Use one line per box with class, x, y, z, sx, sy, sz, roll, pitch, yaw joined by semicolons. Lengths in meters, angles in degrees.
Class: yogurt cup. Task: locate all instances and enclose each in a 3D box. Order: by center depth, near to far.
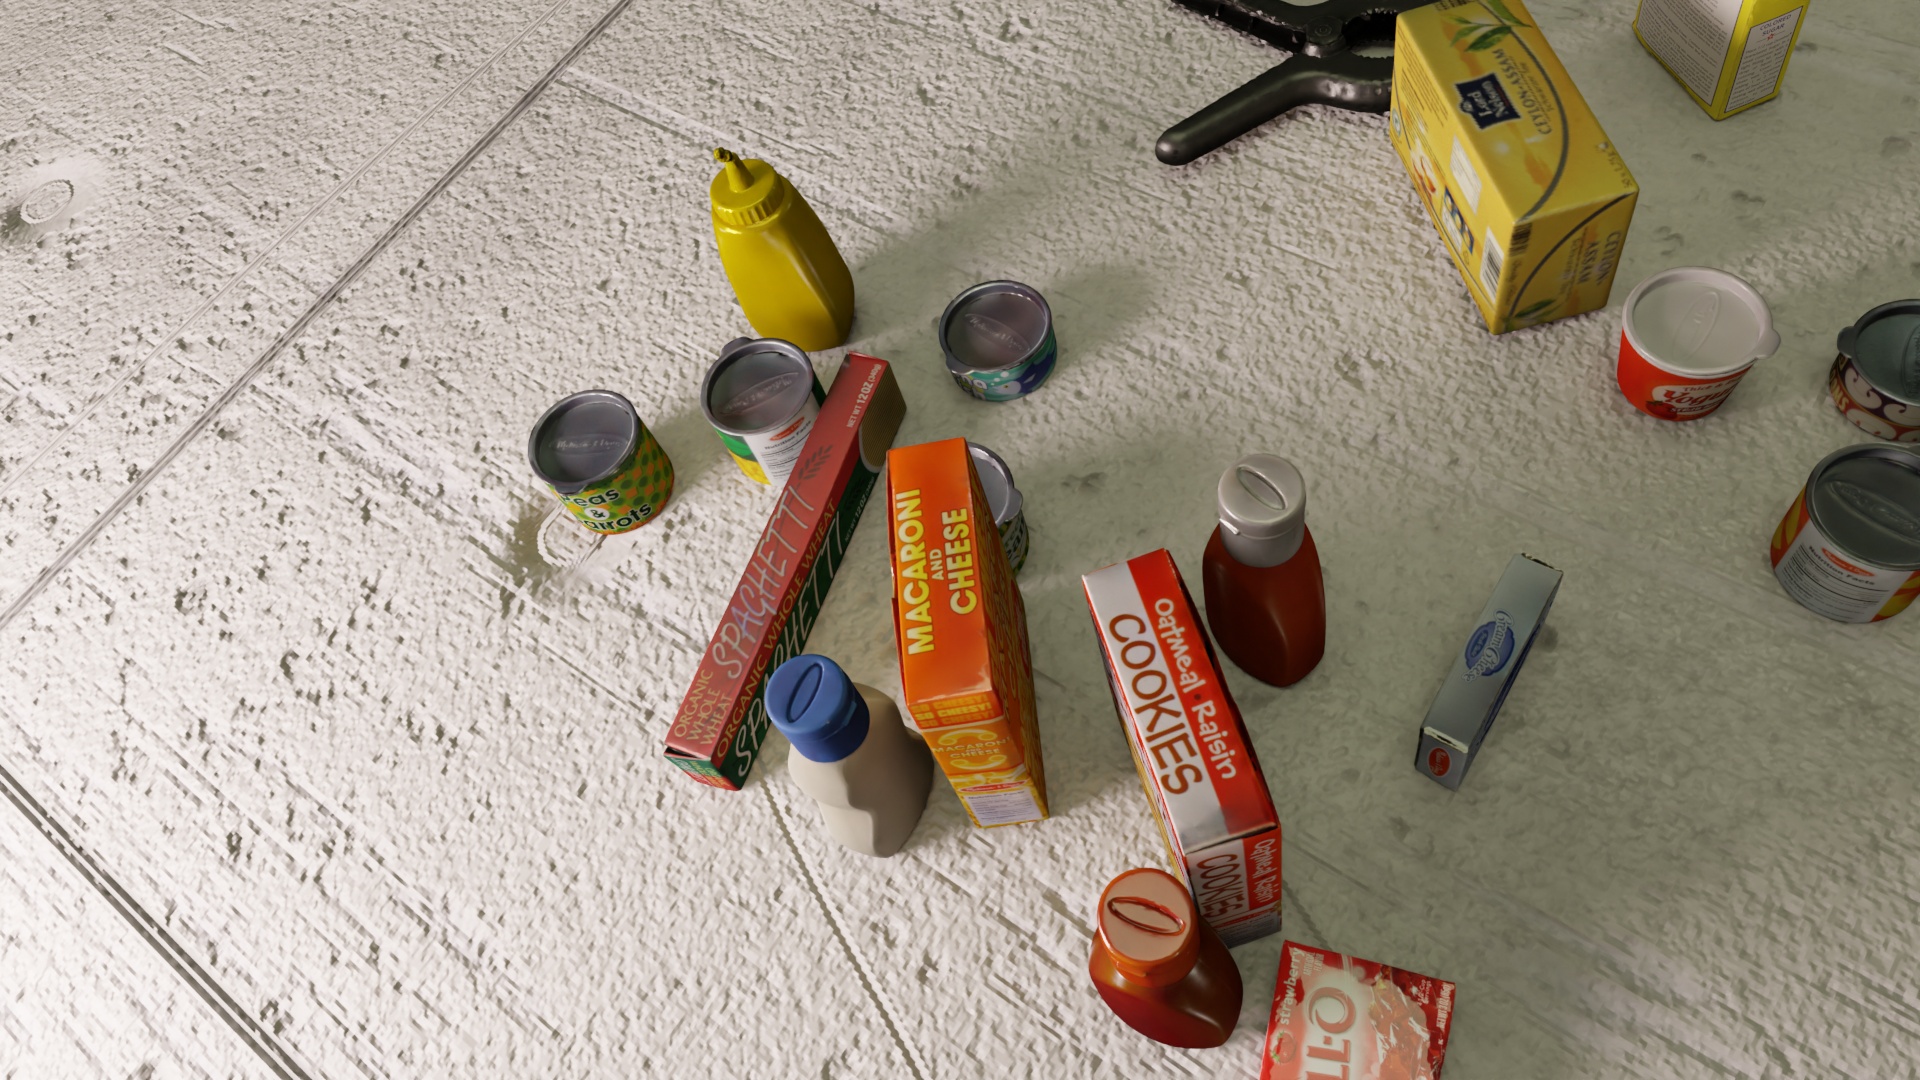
yogurt cup;0.369;-0.097;0.708;0.072;0.053;0.073;-5;60;10

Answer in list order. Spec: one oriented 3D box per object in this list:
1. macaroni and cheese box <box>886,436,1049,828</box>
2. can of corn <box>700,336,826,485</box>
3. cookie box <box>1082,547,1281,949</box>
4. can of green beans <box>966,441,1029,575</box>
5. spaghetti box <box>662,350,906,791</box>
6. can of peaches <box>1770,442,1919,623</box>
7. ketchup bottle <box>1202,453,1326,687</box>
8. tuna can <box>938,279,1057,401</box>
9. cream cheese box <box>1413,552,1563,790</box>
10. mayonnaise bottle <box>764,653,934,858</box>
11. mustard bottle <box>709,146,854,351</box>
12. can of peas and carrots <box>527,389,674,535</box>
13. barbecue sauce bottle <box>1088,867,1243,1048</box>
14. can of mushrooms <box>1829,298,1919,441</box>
macaroni and cheese box;0.005;0.049;0.642;0.040;0.165;0.124;-10;60;7
can of corn;-0.109;-0.075;0.800;0.071;0.058;0.071;-5;60;10
cookie box;0.098;0.095;0.594;0.040;0.166;0.123;-19;59;2
can of green beans;0.001;-0.010;0.739;0.071;0.057;0.071;-5;60;10
spaghetti box;-0.089;0.013;0.751;0.029;0.050;0.251;13;65;19
can of peaches;0.420;-0.004;0.642;0.071;0.058;0.071;-5;60;10
ketchup bottle;0.139;0.014;0.642;0.043;0.148;0.065;-38;60;-9
tuna can;0.021;-0.114;0.808;0.071;0.032;0.071;-5;60;10
cream cheese box;0.245;0.061;0.647;0.024;0.053;0.104;27;70;24
mayonnaise bottle;-0.050;0.097;0.638;0.041;0.147;0.065;16;66;20
mustard bottle;-0.107;-0.170;0.794;0.065;0.159;0.049;2;62;14
can of peas and carrots;-0.207;-0.042;0.803;0.071;0.058;0.071;-5;60;10
barbecue sauce bottle;0.081;0.171;0.566;0.065;0.148;0.044;16;66;20
can of mushrooms;0.471;-0.085;0.690;0.071;0.033;0.071;-5;60;10
